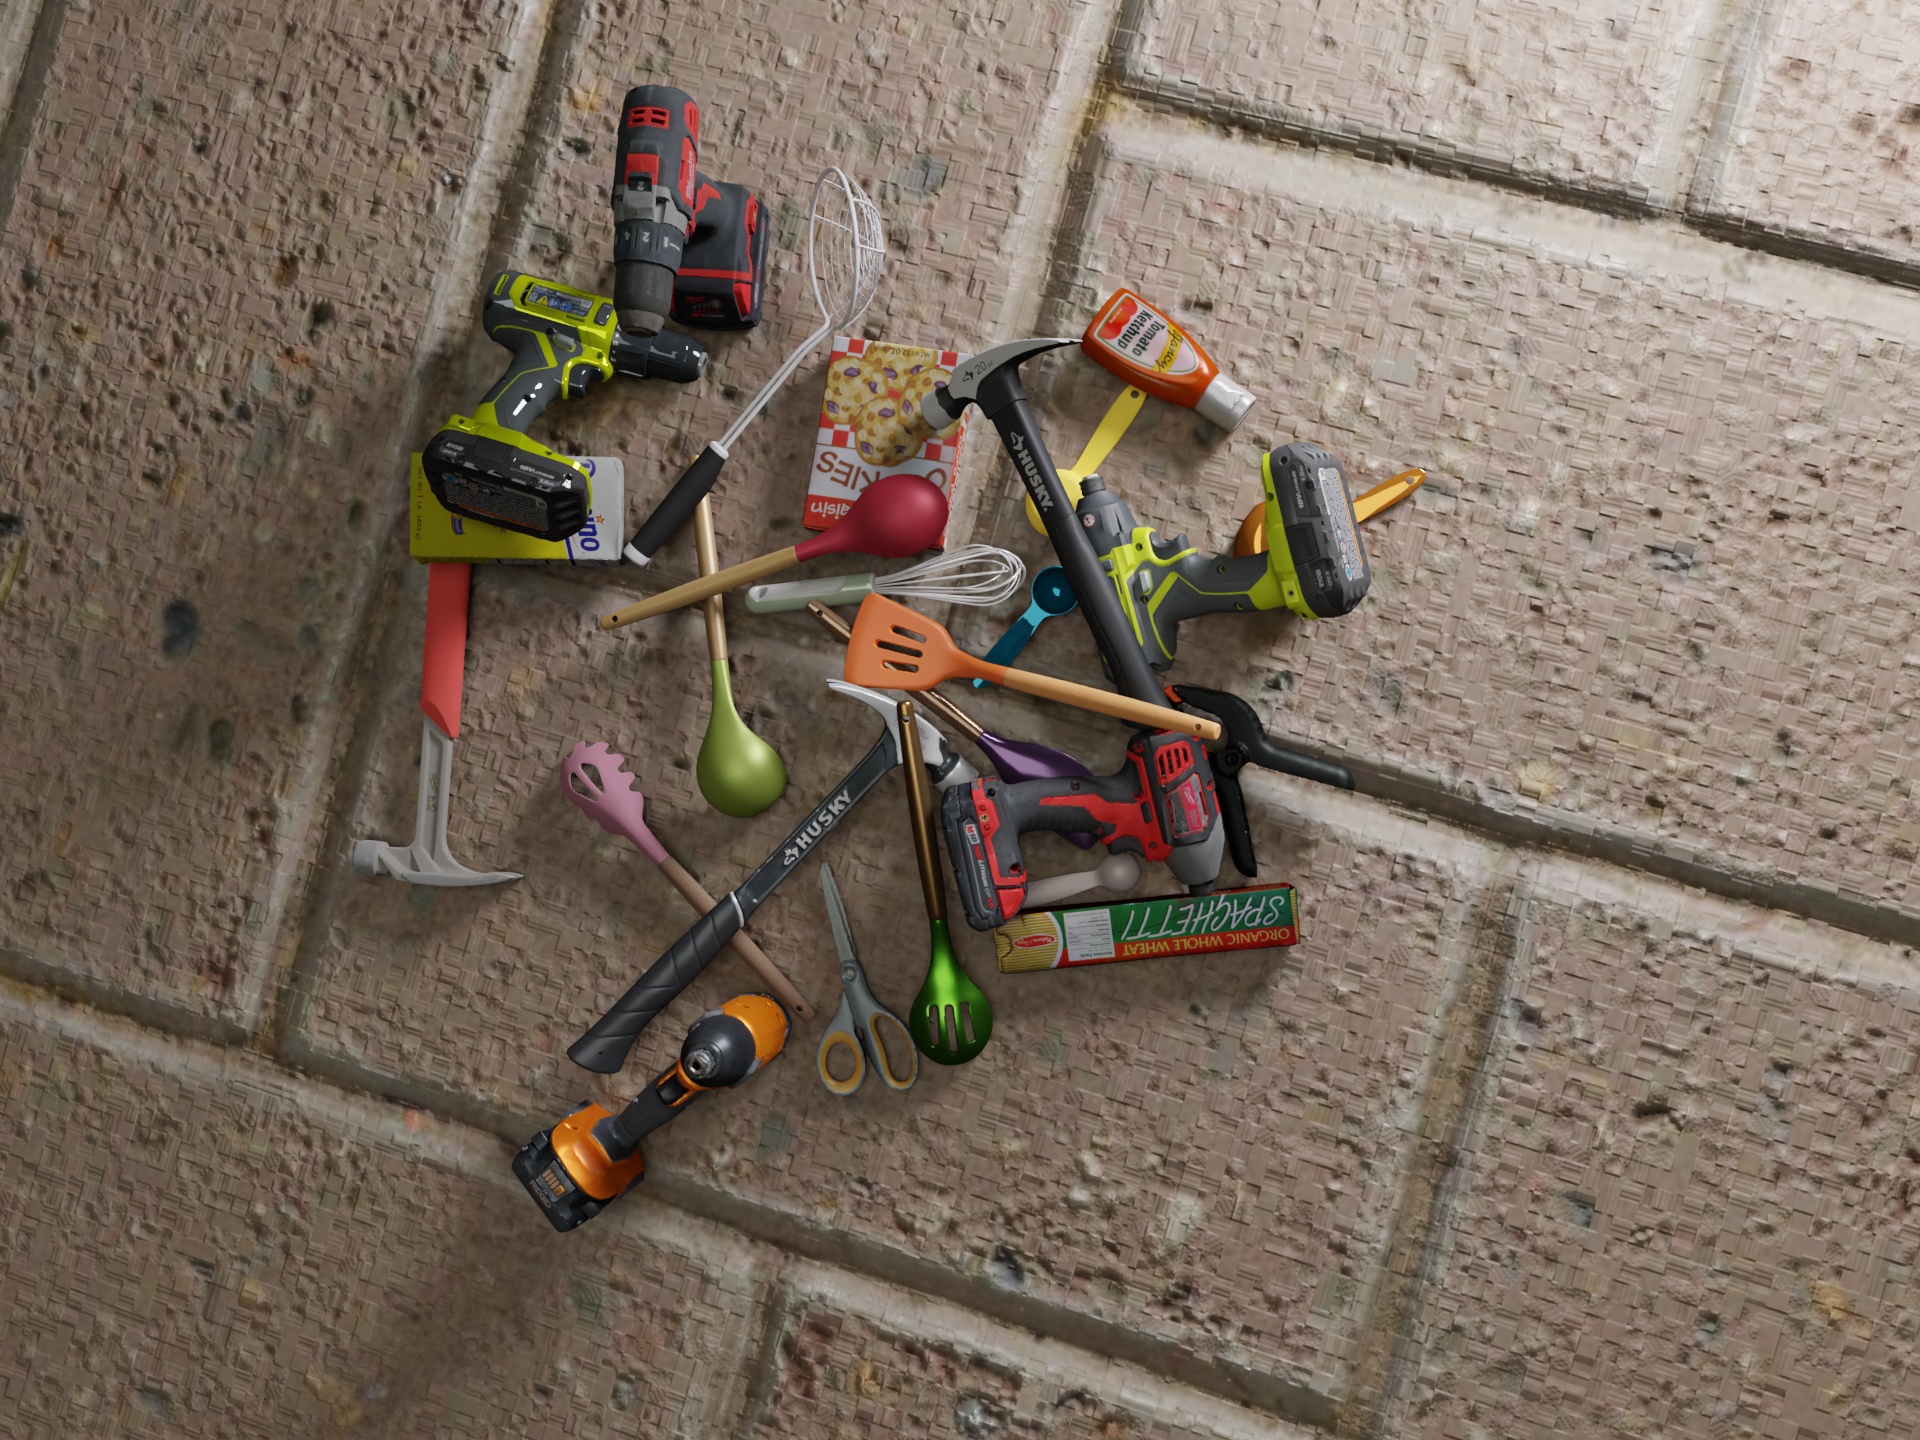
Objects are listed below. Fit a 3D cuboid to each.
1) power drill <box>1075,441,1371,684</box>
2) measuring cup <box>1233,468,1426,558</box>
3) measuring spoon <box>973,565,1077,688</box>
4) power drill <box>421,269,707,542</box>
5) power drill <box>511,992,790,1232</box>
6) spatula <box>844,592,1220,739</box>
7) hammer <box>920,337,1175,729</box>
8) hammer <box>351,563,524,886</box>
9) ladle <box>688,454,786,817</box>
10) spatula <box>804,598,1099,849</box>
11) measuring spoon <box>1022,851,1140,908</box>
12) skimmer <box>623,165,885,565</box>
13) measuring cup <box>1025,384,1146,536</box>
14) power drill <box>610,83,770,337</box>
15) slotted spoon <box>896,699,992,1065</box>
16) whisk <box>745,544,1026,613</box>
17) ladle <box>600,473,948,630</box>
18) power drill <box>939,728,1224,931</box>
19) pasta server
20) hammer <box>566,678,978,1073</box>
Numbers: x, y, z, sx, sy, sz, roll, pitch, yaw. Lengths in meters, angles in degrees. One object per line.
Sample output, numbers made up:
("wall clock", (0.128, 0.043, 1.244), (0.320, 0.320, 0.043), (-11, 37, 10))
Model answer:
("power drill", (0.196, -0.135, 1.264), (0.223, 0.080, 0.171), (-14, 92, 33))
("measuring cup", (0.305, -0.162, 1.301), (0.173, 0.052, 0.095), (-30, 84, 7))
("measuring spoon", (0.055, -0.077, 1.352), (0.042, 0.021, 0.128), (42, 102, 7))
("power drill", (-0.334, -0.269, 1.343), (0.190, 0.080, 0.229), (17, 61, -1))
("power drill", (-0.251, 0.314, 1.297), (0.226, 0.164, 0.084), (-39, 84, 6))
("spatula", (0.054, -0.030, 1.274), (0.323, 0.041, 0.081), (16, 91, 28))
("hammer", (0.091, -0.146, 1.268), (0.146, 0.035, 0.335), (-28, 85, 37))
("hammer", (-0.448, -0.035, 1.402), (0.149, 0.036, 0.359), (4, 88, 8))
("ladle", (-0.206, -0.074, 1.376), (0.078, 0.062, 0.320), (-12, 79, 17))
("spatula", (-0.002, -0.004, 1.341), (0.316, 0.018, 0.060), (37, 92, 1))
("measuring spoon", (0.090, 0.139, 1.332), (0.124, 0.018, 0.034), (-16, 86, 7))
("skimmer", (-0.187, -0.291, 1.333), (0.090, 0.127, 0.363), (35, 100, -36))
("measuring cup", (0.111, -0.225, 1.341), (0.062, 0.029, 0.156), (35, 92, 8))
("power drill", (-0.225, -0.383, 1.293), (0.080, 0.226, 0.188), (5, 88, 8))
("slotted spoon", (-0.025, 0.138, 1.311), (0.070, 0.031, 0.313), (-8, 97, 0))
("whisk", (-0.066, -0.115, 1.352), (0.246, 0.059, 0.058), (-6, 48, 11))
("ladle", (-0.161, -0.132, 1.337), (0.315, 0.031, 0.069), (-19, 86, 10))
("power drill", (0.102, 0.093, 1.283), (0.219, 0.078, 0.143), (-14, 98, 3))
("pasta server", (-0.236, 0.140, 1.373), (0.060, 0.040, 0.316), (-44, 87, 3))
("hammer", (-0.176, 0.140, 1.325), (0.409, 0.036, 0.149), (-46, 105, 1))
